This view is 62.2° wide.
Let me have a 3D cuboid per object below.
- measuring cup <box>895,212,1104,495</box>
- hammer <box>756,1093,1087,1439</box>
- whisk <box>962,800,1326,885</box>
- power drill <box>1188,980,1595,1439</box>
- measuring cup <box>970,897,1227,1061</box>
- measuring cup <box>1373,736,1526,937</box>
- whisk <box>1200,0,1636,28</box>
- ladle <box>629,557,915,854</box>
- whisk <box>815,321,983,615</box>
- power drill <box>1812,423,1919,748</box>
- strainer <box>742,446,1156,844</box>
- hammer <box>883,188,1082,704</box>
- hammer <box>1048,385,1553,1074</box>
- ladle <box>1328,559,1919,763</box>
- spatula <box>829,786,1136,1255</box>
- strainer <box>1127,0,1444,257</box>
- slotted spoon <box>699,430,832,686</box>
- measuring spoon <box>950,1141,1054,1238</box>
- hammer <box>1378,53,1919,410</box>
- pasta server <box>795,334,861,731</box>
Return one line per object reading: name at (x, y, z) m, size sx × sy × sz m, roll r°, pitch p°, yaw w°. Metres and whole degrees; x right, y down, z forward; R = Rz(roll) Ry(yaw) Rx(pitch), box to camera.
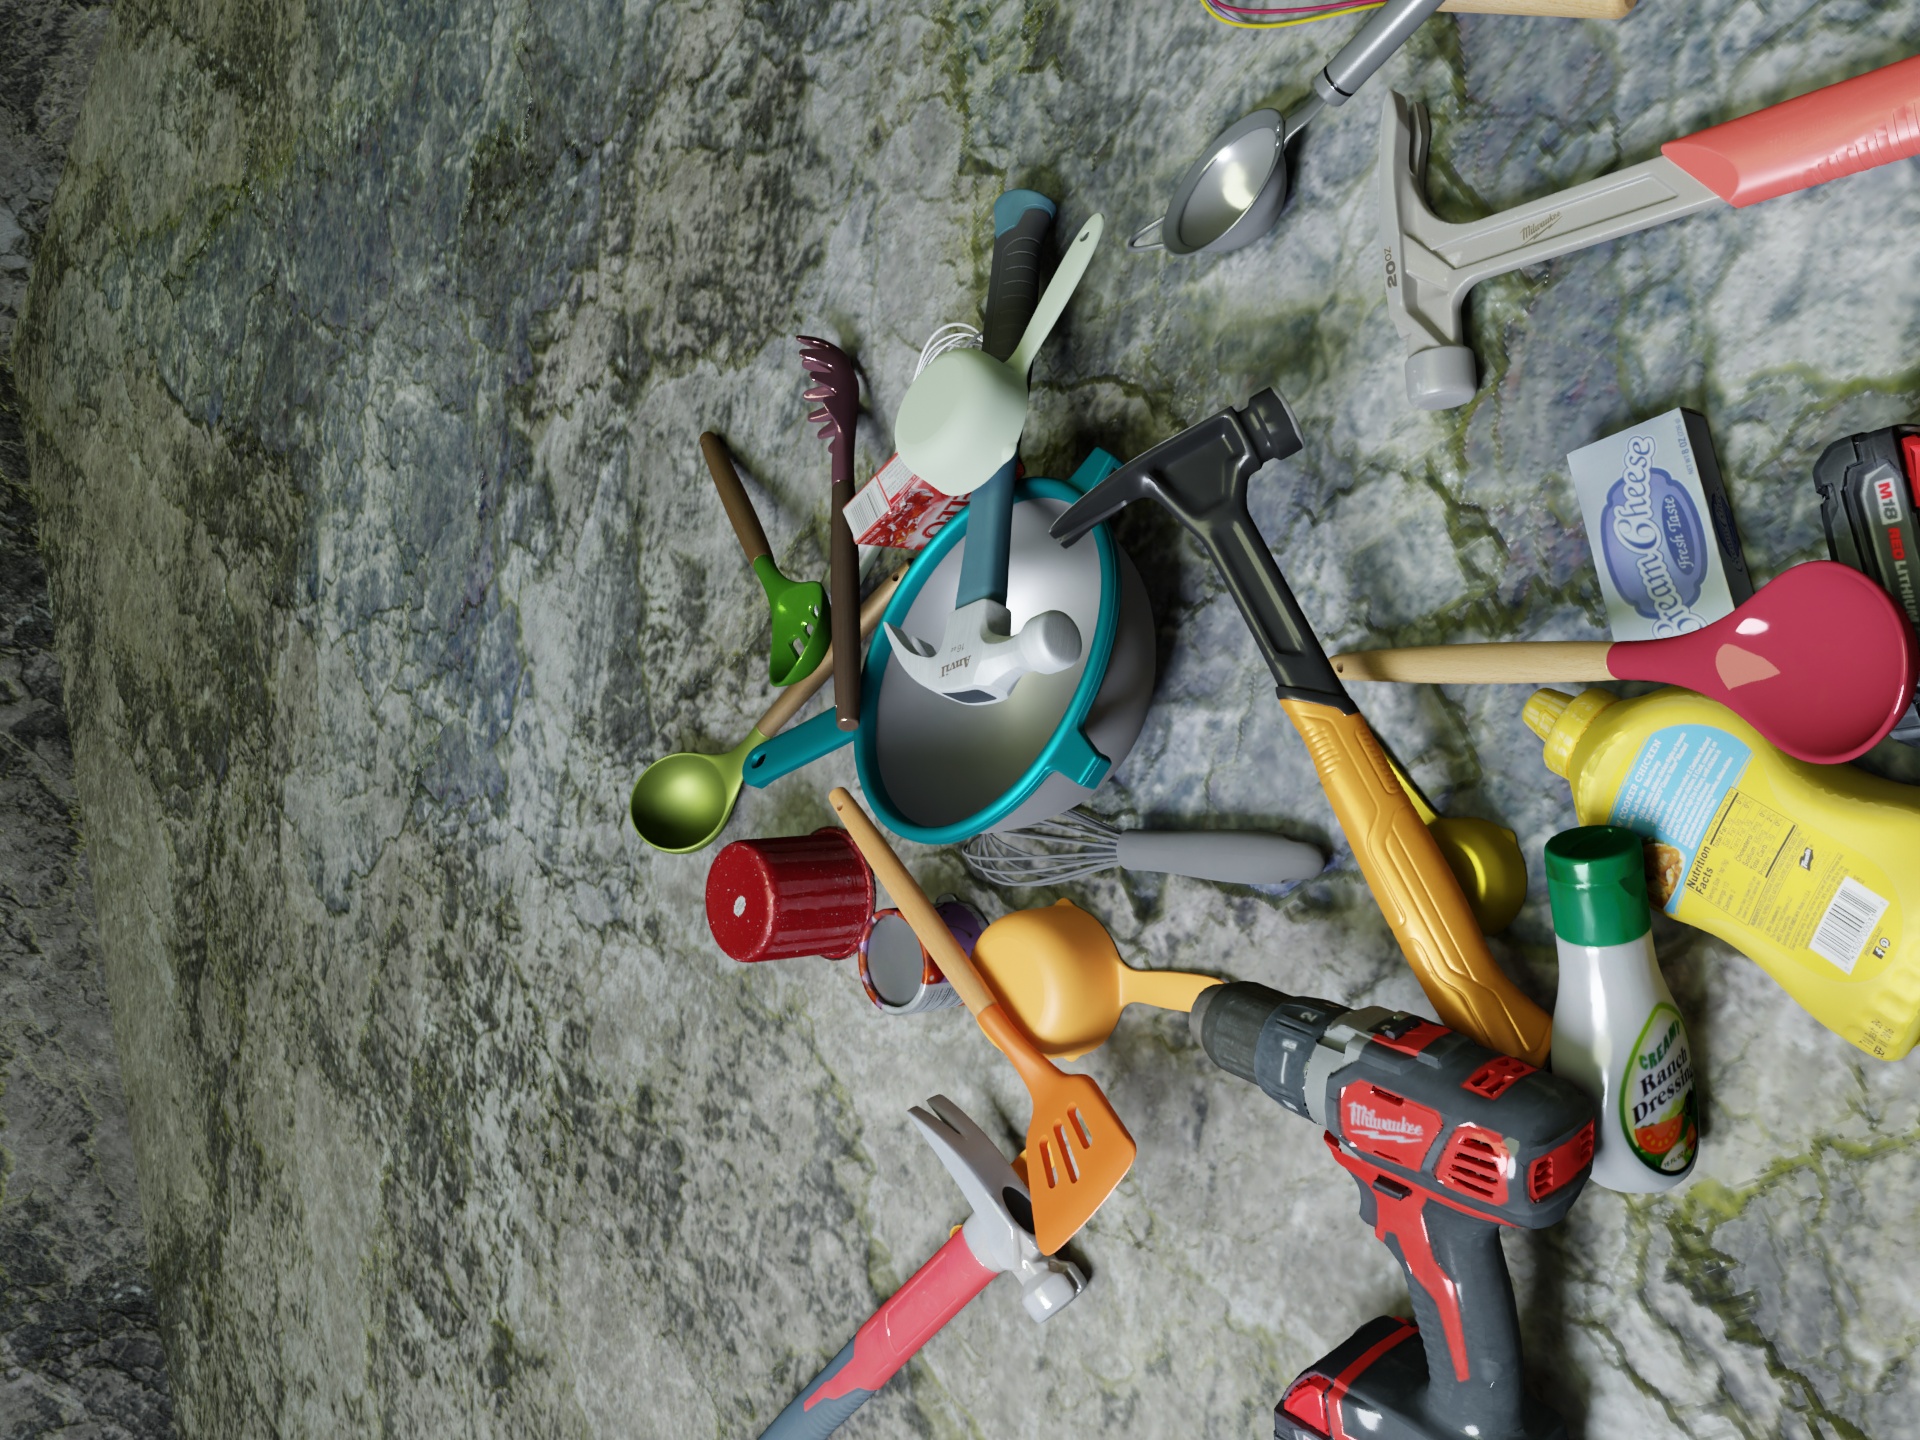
measuring cup at (0.020, -0.200, 0.839) m, size 0.167 × 0.038 × 0.083 m, roll -59°, pitch 36°, yaw 11°
hammer at (-0.067, 0.400, 1.032) m, size 0.143 × 0.038 × 0.386 m, roll 51°, pitch 127°, yaw 21°
whisk at (0.092, 0.069, 0.869) m, size 0.239 × 0.055 × 0.055 m, roll 0°, pitch 90°, yaw 43°
power drill at (0.182, 0.229, 0.701) m, size 0.188 × 0.080 × 0.226 m, roll 15°, pitch 116°, yaw 50°
measuring cup at (0.072, 0.150, 0.884) m, size 0.174 × 0.052 × 0.095 m, roll -4°, pitch 86°, yaw 49°
measuring cup at (0.203, 0.038, 0.758) m, size 0.157 × 0.029 × 0.062 m, roll 54°, pitch 127°, yaw 30°
whisk at (0.203, -0.354, 0.756) m, size 0.245 × 0.051 × 0.047 m, roll 27°, pitch 104°, yaw 41°
ladle at (-0.132, -0.009, 1.108) m, size 0.320 × 0.062 × 0.078 m, roll -44°, pitch 62°, yaw 35°
whisk at (-0.041, -0.151, 1.018) m, size 0.058 × 0.059 × 0.246 m, roll 40°, pitch 127°, yaw 8°
power drill at (0.407, -0.071, 0.507) m, size 0.220 × 0.078 × 0.143 m, roll -15°, pitch 79°, yaw 44°
strainer at (-0.001, -0.003, 0.927) m, size 0.340 × 0.095 × 0.211 m, roll -24°, pitch 52°, yaw 46°
hammer at (0.023, -0.160, 0.876) m, size 0.128 × 0.033 × 0.331 m, roll -21°, pitch 54°, yaw 45°
hammer at (0.166, 0.017, 0.721) m, size 0.127 × 0.034 × 0.337 m, roll -29°, pitch 75°, yaw 11°
ladle at (0.248, -0.023, 0.649) m, size 0.315 × 0.031 × 0.069 m, roll -176°, pitch 86°, yaw -67°
spatula at (-0.002, 0.146, 0.898) m, size 0.081 × 0.041 × 0.323 m, roll -53°, pitch 51°, yaw 19°
strainer at (0.175, -0.297, 0.762) m, size 0.258 × 0.050 × 0.087 m, roll -39°, pitch 35°, yaw 50°
slotted spoon at (-0.139, -0.122, 1.089) m, size 0.070 × 0.031 × 0.314 m, roll -56°, pitch 37°, yaw 22°
measuring spoon at (0.029, 0.287, 0.965) m, size 0.021 × 0.011 × 0.117 m, roll 49°, pitch 121°, yaw 23°
hammer at (0.327, -0.235, 0.623) m, size 0.359 × 0.036 × 0.149 m, roll -8°, pitch 84°, yaw 48°
pasta server at (-0.081, -0.125, 0.997) m, size 0.060 × 0.040 × 0.317 m, roll 89°, pitch 178°, yaw -55°
